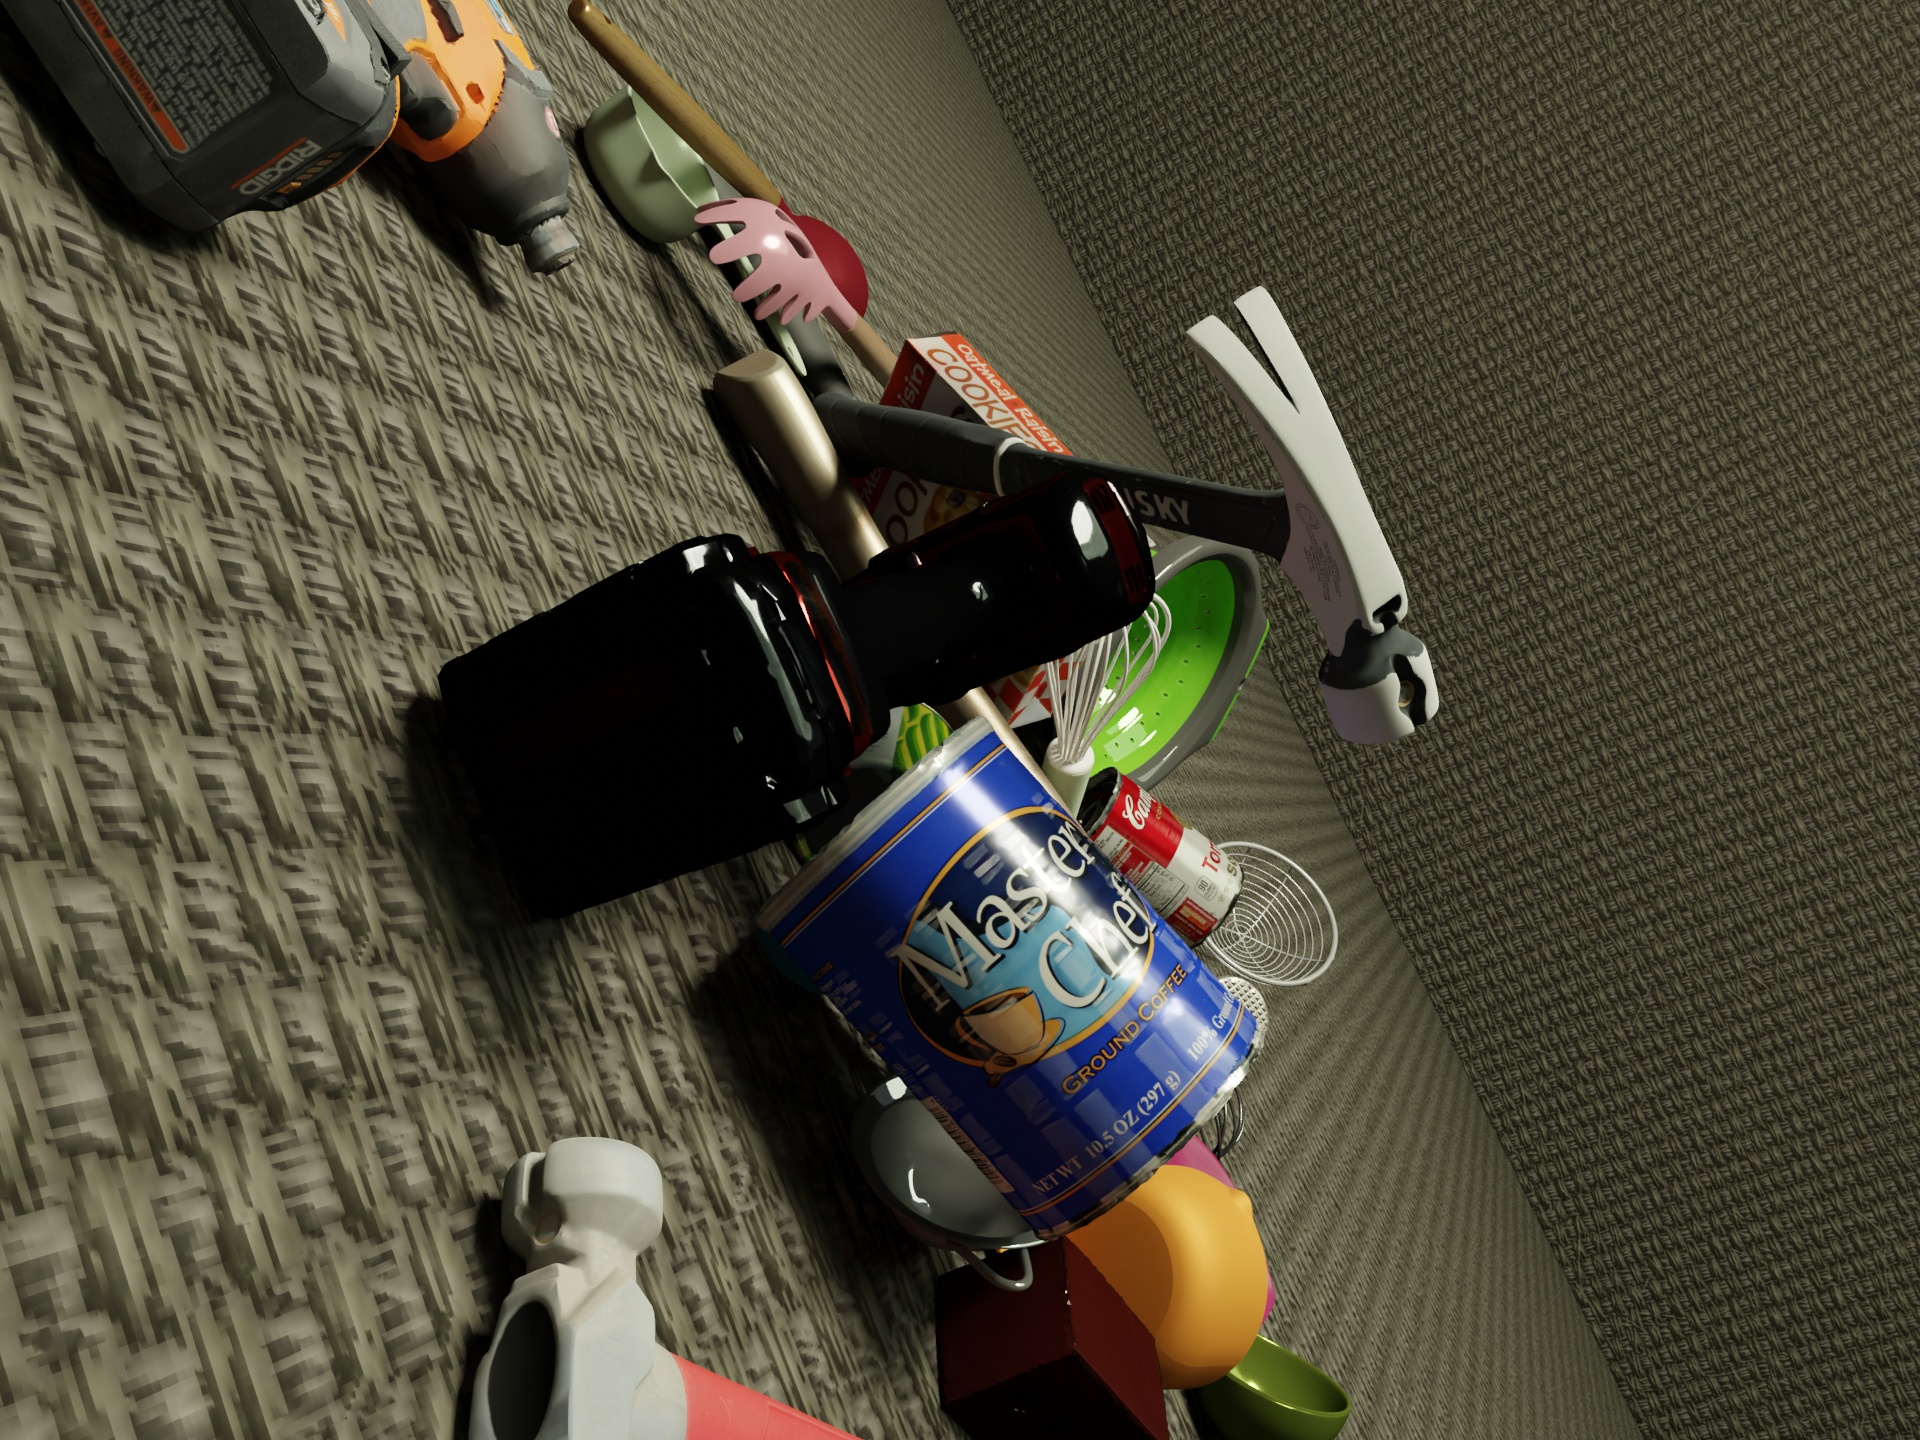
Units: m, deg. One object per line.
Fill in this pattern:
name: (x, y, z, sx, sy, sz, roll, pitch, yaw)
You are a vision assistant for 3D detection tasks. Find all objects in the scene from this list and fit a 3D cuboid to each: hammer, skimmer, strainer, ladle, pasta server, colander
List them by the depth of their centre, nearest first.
hammer: (0.003, 0.257, 0.459, 0.385, 0.038, 0.143, 48, 23, -43)
strainer: (-0.013, 0.121, 0.622, 0.086, 0.050, 0.259, 10, 35, -20)
hammer: (0.027, -0.106, 0.656, 0.409, 0.036, 0.149, 28, -33, 58)
hammer: (-0.001, -0.003, 0.797, 0.410, 0.038, 0.146, 56, -23, 2)
ladle: (0.114, 0.222, 0.834, 0.078, 0.062, 0.321, 20, 39, -41)
ladle: (-0.115, -0.289, 0.845, 0.069, 0.031, 0.315, 66, 14, 17)
pasta server: (-0.063, -0.213, 0.901, 0.060, 0.040, 0.316, 68, 11, 14)
hammer: (-0.078, -0.198, 0.937, 0.330, 0.033, 0.128, 58, 16, -16)
colander: (0.063, -0.051, 1.029, 0.095, 0.204, 0.397, 33, 18, 31)
skimmer: (0.170, 0.098, 1.129, 0.362, 0.090, 0.127, 40, 29, -52)

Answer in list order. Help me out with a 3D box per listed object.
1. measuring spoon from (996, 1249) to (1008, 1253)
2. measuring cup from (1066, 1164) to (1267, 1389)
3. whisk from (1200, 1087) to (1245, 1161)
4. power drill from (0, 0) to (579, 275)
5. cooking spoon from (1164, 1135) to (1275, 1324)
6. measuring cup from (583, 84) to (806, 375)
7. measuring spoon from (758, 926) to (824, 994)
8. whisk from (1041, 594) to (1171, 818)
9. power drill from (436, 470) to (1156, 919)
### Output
measuring spoon: (0.011, 0.199, 0.633, 0.021, 0.011, 0.117, 22, 47, -66)
measuring cup: (0.050, 0.196, 0.662, 0.052, 0.095, 0.174, 22, 23, -51)
whisk: (0.119, 0.169, 0.956, 0.055, 0.055, 0.239, 50, 16, -38)
power drill: (-0.197, -0.216, 0.511, 0.164, 0.084, 0.227, 59, 13, -14)
cooking spoon: (0.057, 0.148, 0.767, 0.319, 0.017, 0.069, 58, 32, 7)
measuring cup: (-0.136, -0.244, 0.822, 0.167, 0.038, 0.083, 58, 16, -24)
measuring spoon: (-0.014, 0.097, 0.590, 0.128, 0.021, 0.042, 28, 25, -17)
whisk: (0.056, 0.013, 0.800, 0.246, 0.059, 0.058, 101, -13, -52)
power drill: (-0.057, -0.014, 0.523, 0.226, 0.188, 0.080, -27, 95, -56)
